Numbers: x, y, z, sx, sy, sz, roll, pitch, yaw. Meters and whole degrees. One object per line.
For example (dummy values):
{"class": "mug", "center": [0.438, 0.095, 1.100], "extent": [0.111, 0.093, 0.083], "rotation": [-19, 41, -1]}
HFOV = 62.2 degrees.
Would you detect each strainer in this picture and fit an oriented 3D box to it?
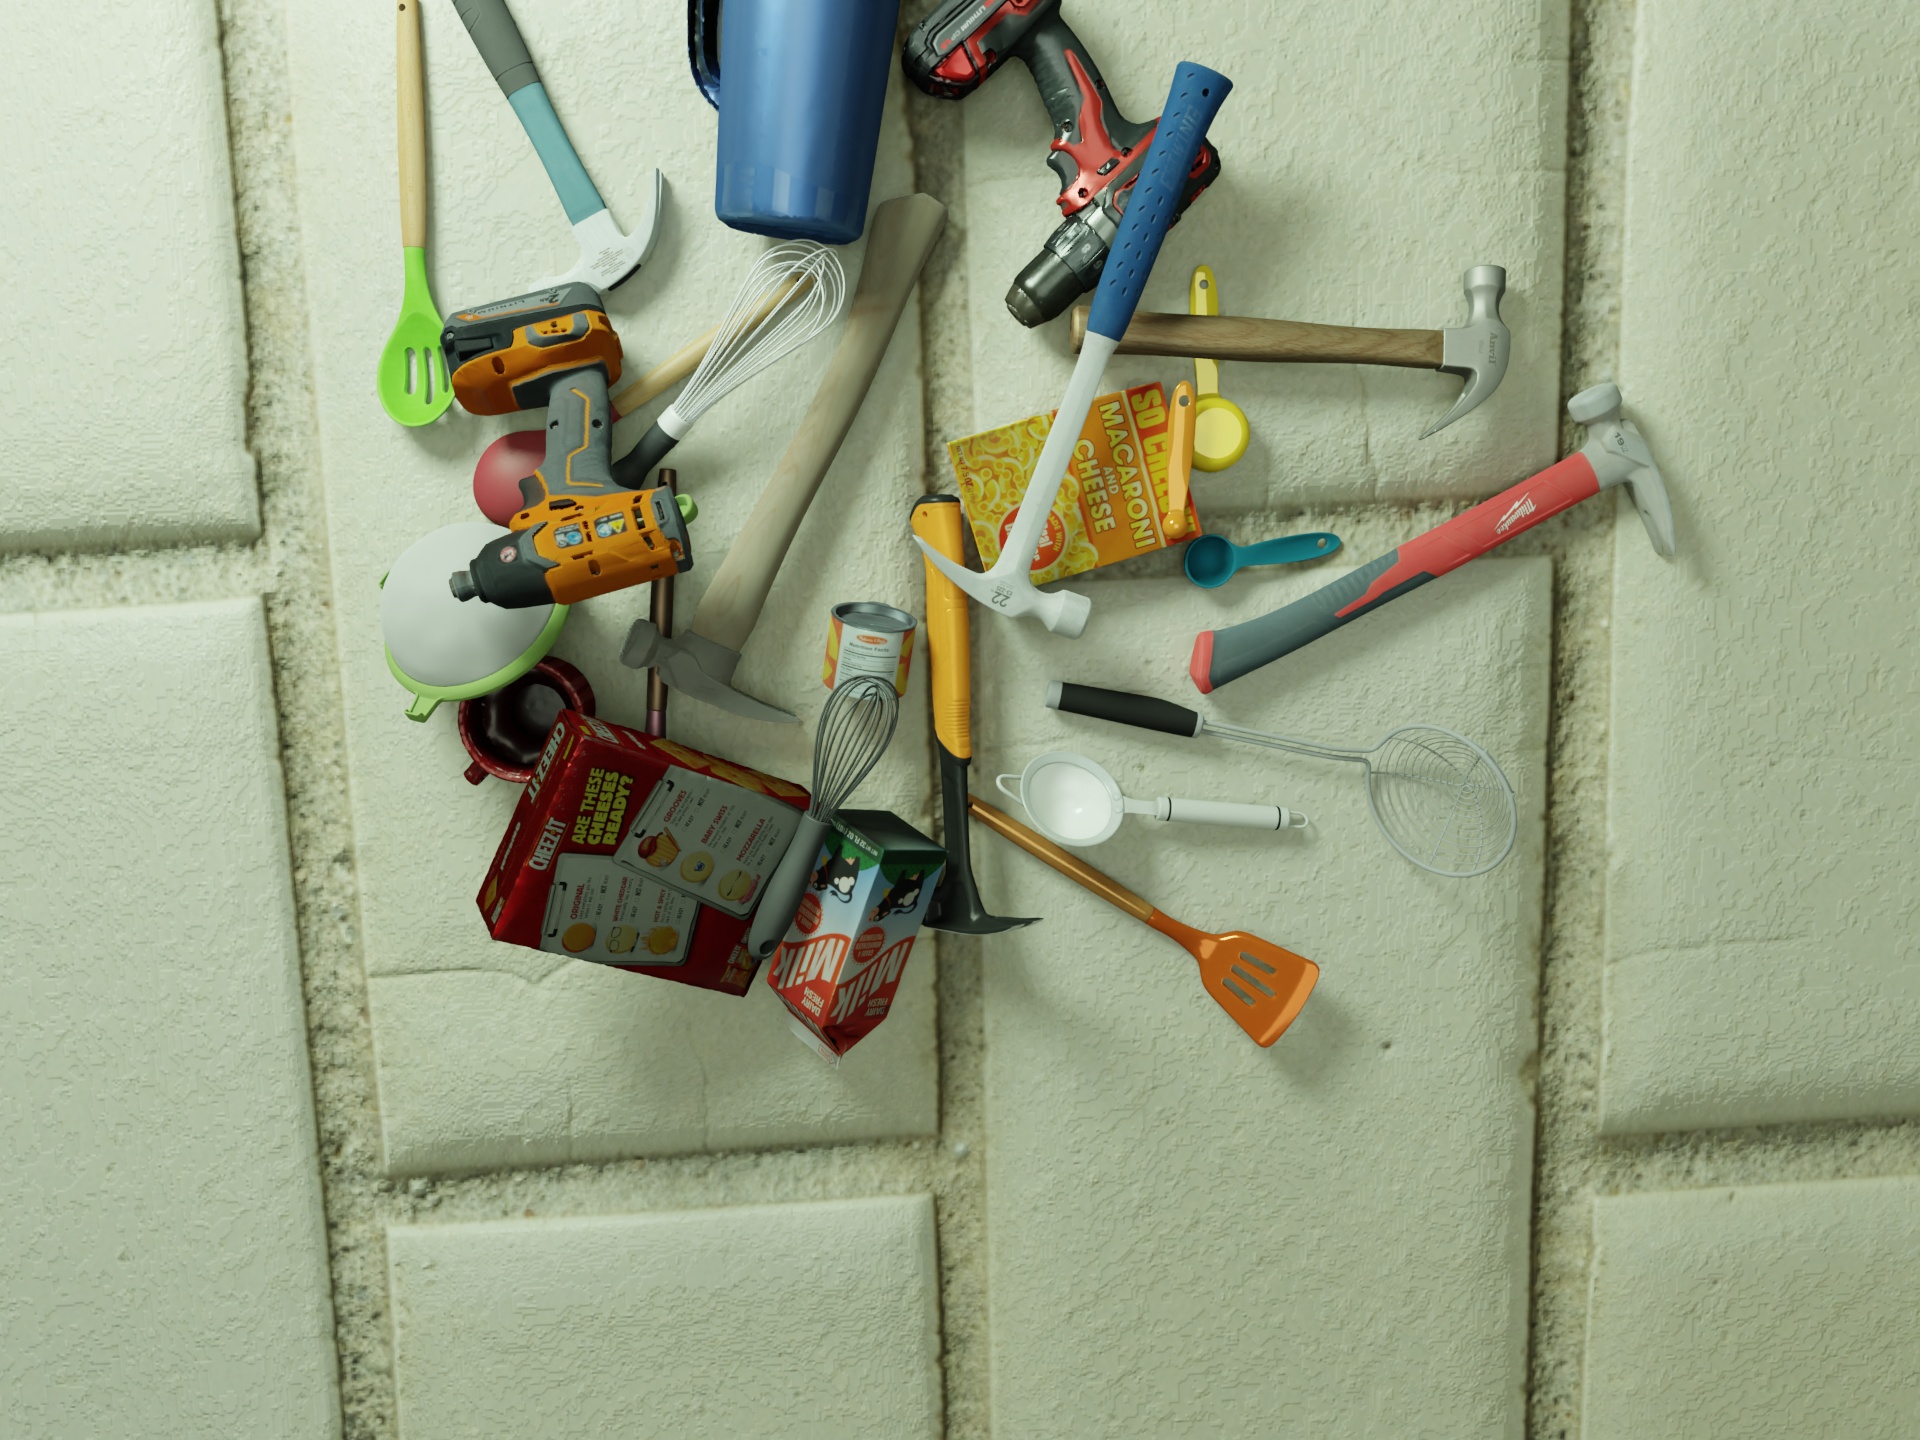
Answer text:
{"class": "strainer", "center": [0.151, 0.071, 1.254], "extent": [0.258, 0.050, 0.087], "rotation": [5, 55, -8]}
{"class": "strainer", "center": [-0.317, -0.115, 1.154], "extent": [0.256, 0.069, 0.152], "rotation": [-26, 54, 1]}

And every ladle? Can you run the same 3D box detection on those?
{"class": "ladle", "center": [-0.237, -0.249, 1.200], "extent": [0.315, 0.031, 0.069], "rotation": [-34, 95, 2]}

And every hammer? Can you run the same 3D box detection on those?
{"class": "hammer", "center": [0.360, -0.108, 1.235], "extent": [0.386, 0.038, 0.143], "rotation": [-28, 100, 2]}
{"class": "hammer", "center": [0.093, -0.268, 1.144], "extent": [0.144, 0.035, 0.405], "rotation": [19, 101, -12]}
{"class": "hammer", "center": [0.247, -0.281, 1.190], "extent": [0.331, 0.031, 0.130], "rotation": [2, 87, -4]}
{"class": "hammer", "center": [-0.326, -0.470, 1.158], "extent": [0.128, 0.033, 0.331], "rotation": [-26, 99, 3]}
{"class": "hammer", "center": [-0.002, -0.004, 1.214], "extent": [0.034, 0.127, 0.337], "rotation": [-7, 95, -43]}
{"class": "hammer", "center": [-0.104, -0.198, 1.199], "extent": [0.146, 0.038, 0.410], "rotation": [25, 94, -21]}

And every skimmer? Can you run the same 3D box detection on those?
{"class": "skimmer", "center": [0.242, 0.034, 1.226], "extent": [0.363, 0.090, 0.127], "rotation": [12, 130, -1]}

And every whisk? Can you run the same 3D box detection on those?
{"class": "whisk", "center": [-0.189, -0.242, 1.169], "extent": [0.070, 0.070, 0.284], "rotation": [45, 108, -8]}
{"class": "whisk", "center": [-0.107, 0.073, 1.173], "extent": [0.055, 0.055, 0.239], "rotation": [23, 102, -5]}

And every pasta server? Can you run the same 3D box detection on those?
{"class": "pasta server", "center": [-0.233, -0.036, 1.233], "extent": [0.060, 0.040, 0.316], "rotation": [3, 95, -2]}

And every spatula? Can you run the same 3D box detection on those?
{"class": "spatula", "center": [0.131, 0.144, 1.264], "extent": [0.322, 0.041, 0.081], "rotation": [32, 97, -5]}

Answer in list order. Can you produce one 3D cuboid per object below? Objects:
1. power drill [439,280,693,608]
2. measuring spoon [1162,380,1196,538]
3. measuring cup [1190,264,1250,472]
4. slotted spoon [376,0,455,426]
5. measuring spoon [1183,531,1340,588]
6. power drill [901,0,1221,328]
{"class": "power drill", "center": [-0.295, -0.185, 1.120], "extent": [0.164, 0.084, 0.227], "rotation": [-17, 70, -8]}
{"class": "measuring spoon", "center": [0.164, -0.194, 1.186], "extent": [0.021, 0.011, 0.117], "rotation": [2, 99, -3]}
{"class": "measuring cup", "center": [0.190, -0.267, 1.208], "extent": [0.062, 0.029, 0.156], "rotation": [-5, 99, -1]}
{"class": "slotted spoon", "center": [-0.402, -0.375, 1.174], "extent": [0.070, 0.031, 0.313], "rotation": [2, 97, 13]}
{"class": "measuring spoon", "center": [0.233, -0.131, 1.241], "extent": [0.128, 0.021, 0.042], "rotation": [-9, 104, -10]}
{"class": "power drill", "center": [0.055, -0.420, 1.160], "extent": [0.188, 0.080, 0.226], "rotation": [-43, 101, 5]}
